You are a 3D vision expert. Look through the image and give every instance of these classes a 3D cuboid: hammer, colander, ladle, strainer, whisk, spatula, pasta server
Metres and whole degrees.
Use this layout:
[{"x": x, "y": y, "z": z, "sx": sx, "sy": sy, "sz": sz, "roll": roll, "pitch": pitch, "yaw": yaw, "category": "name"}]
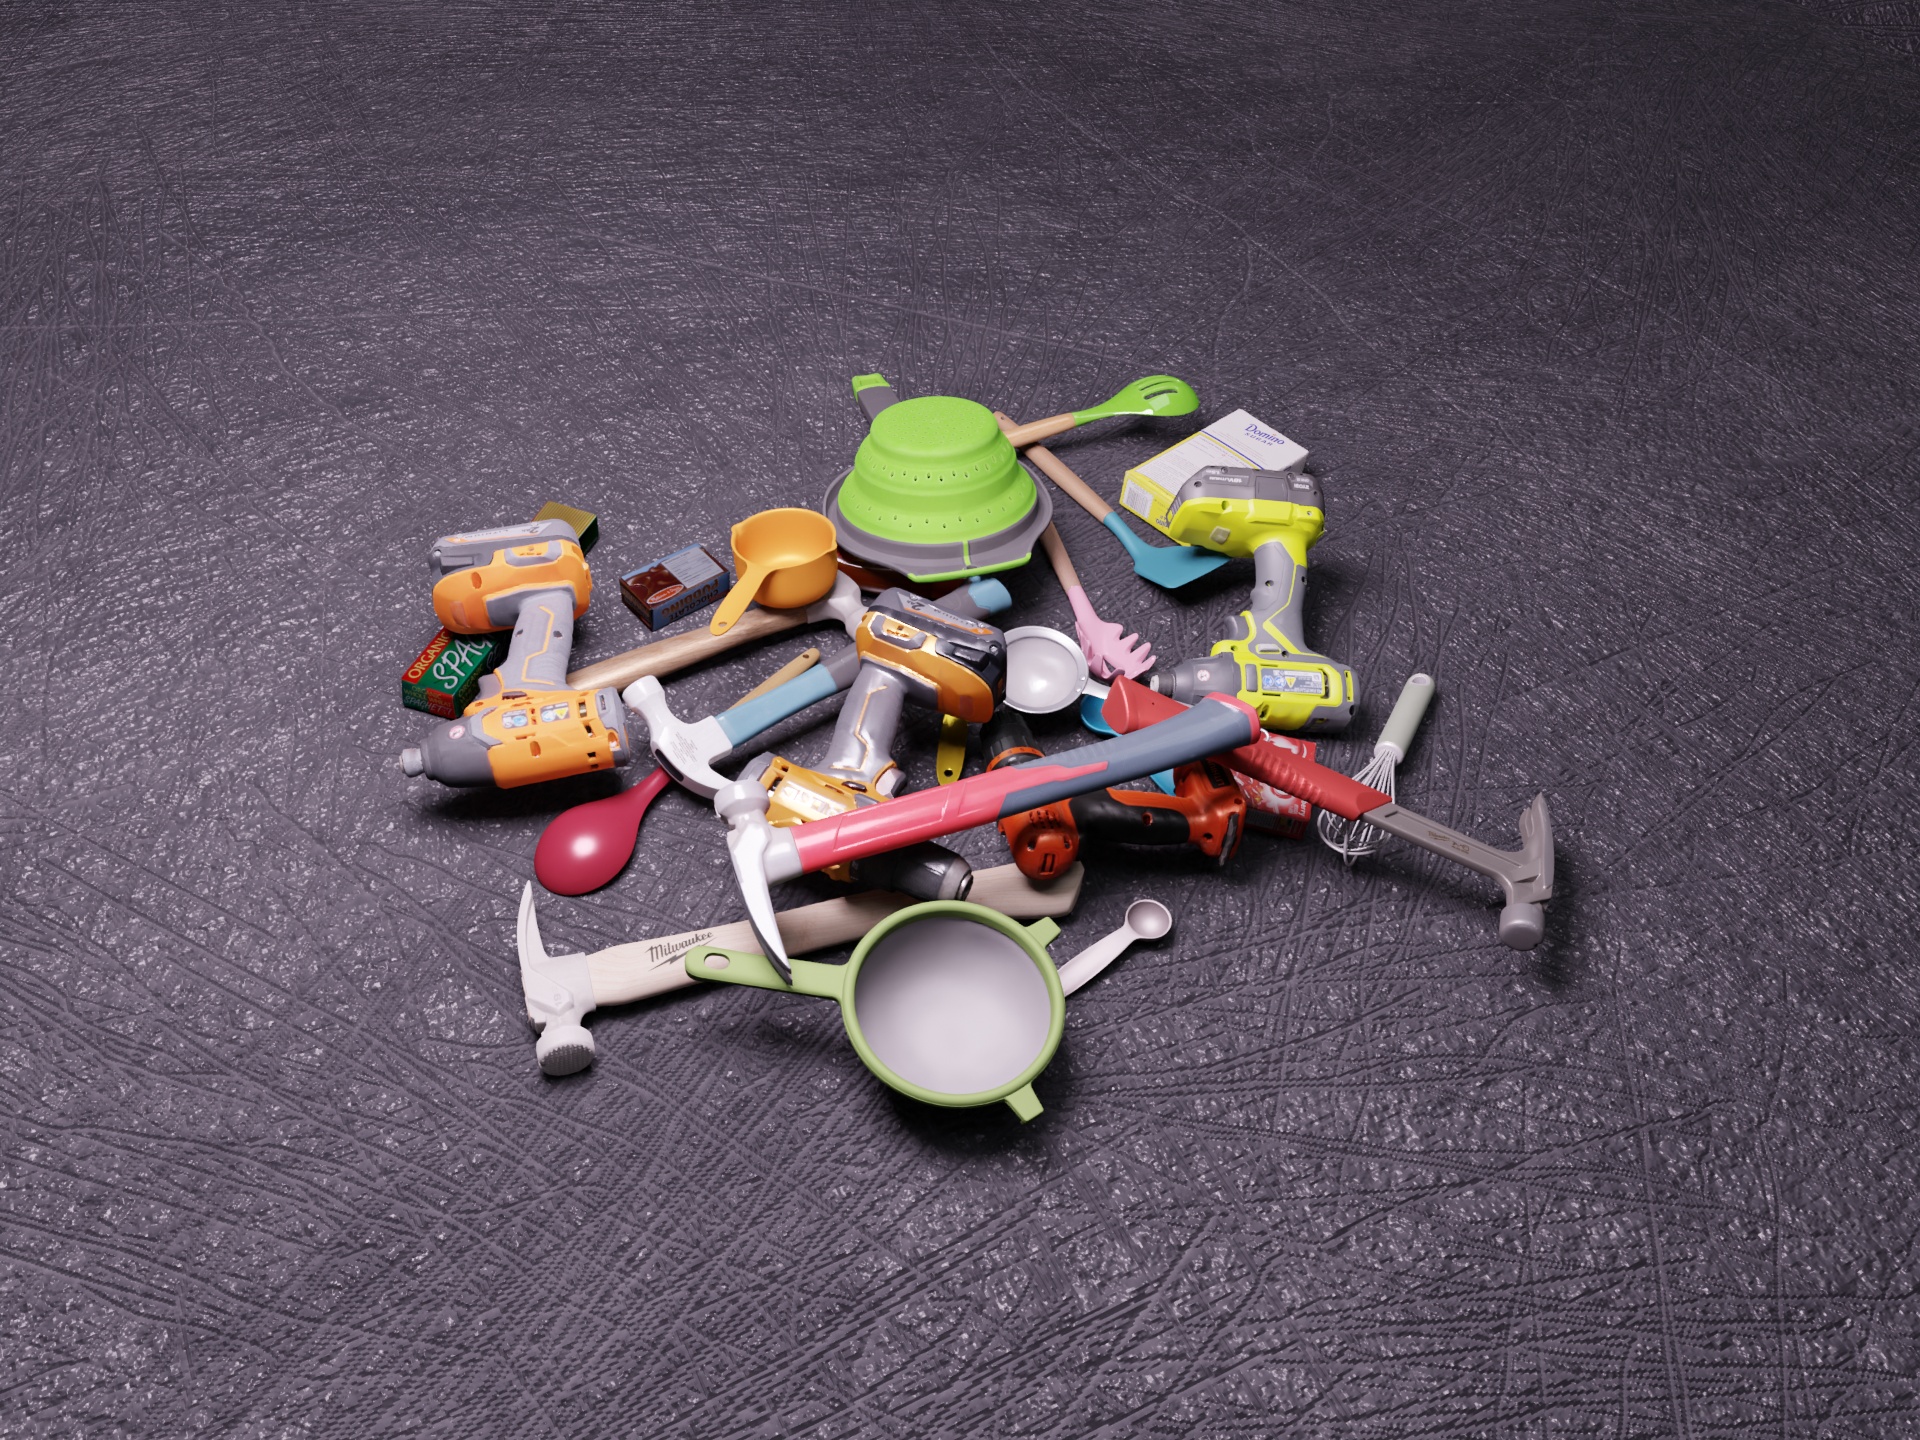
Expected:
[{"x": -0.236, "y": -0.057, "z": 1.316, "sx": 0.331, "sy": 0.031, "sz": 0.130, "roll": -22, "pitch": 45, "yaw": -22, "category": "hammer"}, {"x": 0.035, "y": 0.064, "z": 1.101, "sx": 0.386, "sy": 0.038, "sz": 0.143, "roll": -15, "pitch": 62, "yaw": -12, "category": "hammer"}, {"x": -0.044, "y": -0.266, "z": 1.453, "sx": 0.204, "sy": 0.094, "sz": 0.398, "roll": -11, "pitch": 37, "yaw": -12, "category": "colander"}, {"x": -0.108, "y": 0.143, "z": 1.151, "sx": 0.410, "sy": 0.038, "sz": 0.146, "roll": -10, "pitch": 48, "yaw": -17, "category": "hammer"}, {"x": -0.212, "y": 0.028, "z": 1.252, "sx": 0.069, "sy": 0.031, "sz": 0.315, "roll": 32, "pitch": 49, "yaw": 18, "category": "ladle"}, {"x": 0.124, "y": -0.018, "z": 1.292, "sx": 0.258, "sy": 0.050, "sz": 0.087, "roll": 17, "pitch": 58, "yaw": 16, "category": "strainer"}, {"x": 0.350, "y": 0.033, "z": 1.307, "sx": 0.058, "sy": 0.059, "sz": 0.246, "roll": 10, "pitch": 39, "yaw": 27, "category": "whisk"}, {"x": 0.279, "y": 0.046, "z": 1.201, "sx": 0.359, "sy": 0.036, "sz": 0.149, "roll": 24, "pitch": 43, "yaw": -1, "category": "hammer"}, {"x": 0.128, "y": -0.216, "z": 1.512, "sx": 0.082, "sy": 0.044, "sz": 0.318, "roll": -28, "pitch": 55, "yaw": -23, "category": "spatula"}, {"x": -0.060, "y": 0.195, "z": 1.081, "sx": 0.256, "sy": 0.069, "sz": 0.152, "roll": 9, "pitch": 53, "yaw": -1, "category": "strainer"}, {"x": -0.097, "y": -0.041, "z": 1.280, "sx": 0.331, "sy": 0.033, "sz": 0.128, "roll": -29, "pitch": 83, "yaw": -26, "category": "hammer"}, {"x": 0.098, "y": -0.140, "z": 1.441, "sx": 0.060, "sy": 0.040, "sz": 0.317, "roll": 1, "pitch": 44, "yaw": -23, "category": "pasta server"}]

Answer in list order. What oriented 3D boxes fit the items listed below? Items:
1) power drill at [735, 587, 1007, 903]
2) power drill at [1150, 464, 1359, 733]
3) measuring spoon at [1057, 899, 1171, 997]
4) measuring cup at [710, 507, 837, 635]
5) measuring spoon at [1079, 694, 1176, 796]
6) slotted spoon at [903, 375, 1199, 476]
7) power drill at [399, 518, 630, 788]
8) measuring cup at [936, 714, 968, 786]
[{"x": -0.040, "y": 0.025, "z": 1.182, "sx": 0.185, "sy": 0.084, "sz": 0.226, "roll": 23, "pitch": 60, "yaw": 16, "category": "power drill"}, {"x": 0.244, "y": -0.101, "z": 1.359, "sx": 0.171, "sy": 0.080, "sz": 0.223, "roll": 4, "pitch": 67, "yaw": -9, "category": "power drill"}, {"x": 0.105, "y": 0.174, "z": 1.167, "sx": 0.124, "sy": 0.018, "sz": 0.034, "roll": -32, "pitch": 58, "yaw": -23, "category": "measuring spoon"}, {"x": -0.161, "y": -0.107, "z": 1.308, "sx": 0.095, "sy": 0.052, "sz": 0.174, "roll": 12, "pitch": 45, "yaw": 16, "category": "measuring cup"}, {"x": 0.145, "y": 0.026, "z": 1.309, "sx": 0.042, "sy": 0.021, "sz": 0.129, "roll": -32, "pitch": 67, "yaw": -20, "category": "measuring spoon"}, {"x": 0.086, "y": -0.284, "z": 1.549, "sx": 0.313, "sy": 0.031, "sz": 0.070, "roll": -18, "pitch": 42, "yaw": -10, "category": "slotted spoon"}, {"x": -0.351, "y": -0.045, "z": 1.223, "sx": 0.164, "sy": 0.084, "sz": 0.227, "roll": -11, "pitch": 53, "yaw": -12, "category": "power drill"}, {"x": -0.002, "y": -0.004, "z": 1.314, "sx": 0.062, "sy": 0.029, "sz": 0.157, "roll": 6, "pitch": 56, "yaw": 4, "category": "measuring cup"}]
